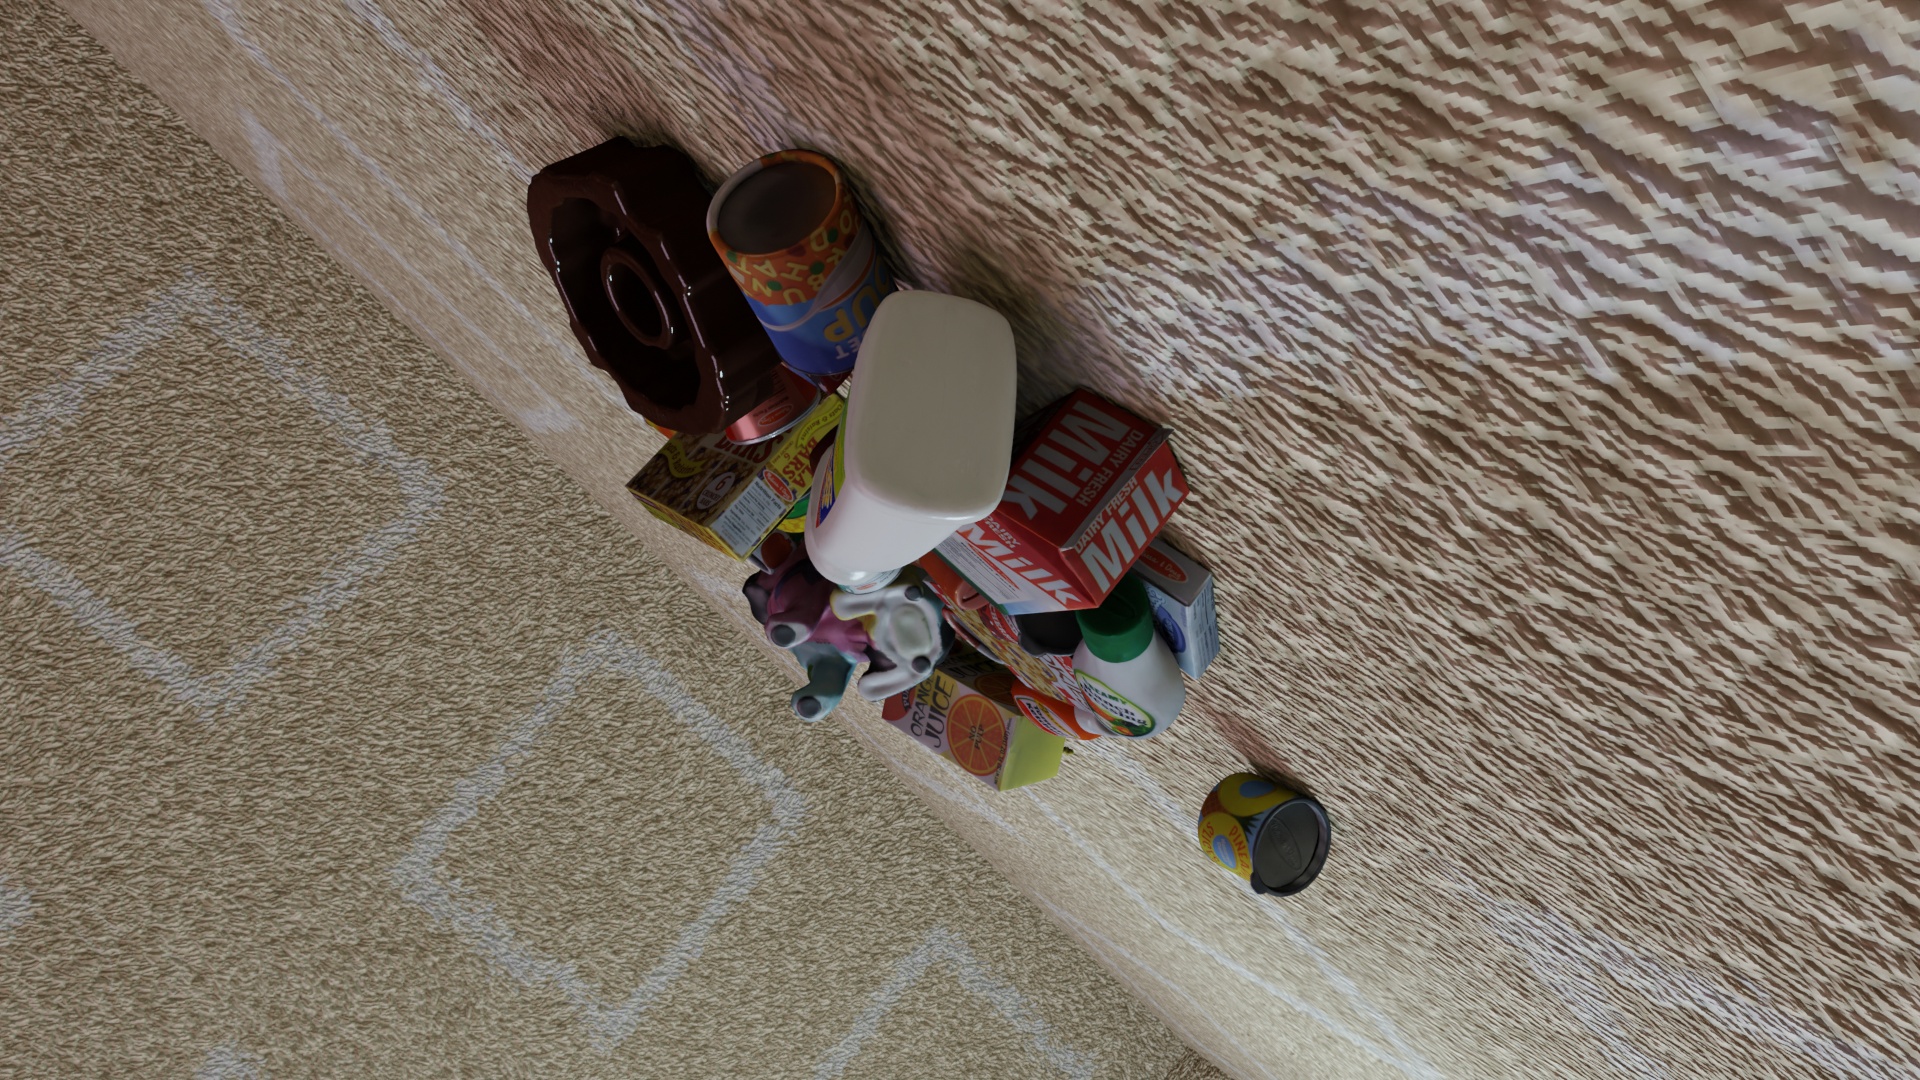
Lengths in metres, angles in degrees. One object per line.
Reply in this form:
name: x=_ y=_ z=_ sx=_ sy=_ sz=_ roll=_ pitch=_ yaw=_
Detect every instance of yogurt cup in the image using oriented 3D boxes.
yogurt cup: x=-0.131 y=-0.101 z=0.893 sx=0.072 sy=0.072 sz=0.053 roll=21 pitch=143 yaw=55

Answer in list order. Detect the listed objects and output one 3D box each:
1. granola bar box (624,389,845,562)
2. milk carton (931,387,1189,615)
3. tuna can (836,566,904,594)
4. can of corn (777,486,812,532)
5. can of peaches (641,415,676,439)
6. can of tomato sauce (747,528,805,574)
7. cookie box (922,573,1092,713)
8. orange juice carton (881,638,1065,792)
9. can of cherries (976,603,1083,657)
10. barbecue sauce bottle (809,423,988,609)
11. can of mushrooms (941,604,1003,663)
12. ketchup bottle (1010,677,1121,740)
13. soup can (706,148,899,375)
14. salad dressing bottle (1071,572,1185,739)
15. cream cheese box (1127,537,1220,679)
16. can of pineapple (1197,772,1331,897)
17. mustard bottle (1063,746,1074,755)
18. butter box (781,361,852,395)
granola bar box: x=-0.153 y=-0.056 z=0.967 sx=0.039 sy=0.124 sz=0.165 roll=49 pitch=165 yaw=-30
milk carton: x=0.044 y=-0.015 z=0.665 sx=0.073 sy=0.072 sz=0.190 roll=42 pitch=167 yaw=-8
tuna can: x=-0.077 y=0.005 z=1.083 sx=0.071 sy=0.071 sz=0.032 roll=29 pitch=161 yaw=40
can of corn: x=-0.132 y=-0.046 z=1.063 sx=0.071 sy=0.071 sz=0.058 roll=36 pitch=166 yaw=19
can of peaches: x=-0.208 y=-0.105 z=1.094 sx=0.058 sy=0.071 sz=0.071 roll=35 pitch=165 yaw=24
can of tomato sauce: x=-0.154 y=-0.021 z=1.171 sx=0.071 sy=0.083 sz=0.071 roll=39 pitch=166 yaw=12
cookie box: x=0.058 y=0.065 z=0.948 sx=0.122 sy=0.040 sz=0.167 roll=47 pitch=166 yaw=-22
orange juice carton: x=-0.002 y=0.139 z=1.206 sx=0.073 sy=0.071 sz=0.193 roll=-5 pitch=-157 yaw=-46
can of cherries: x=0.046 y=0.033 z=0.810 sx=0.071 sy=0.071 sz=0.058 roll=46 pitch=166 yaw=-18
barbecue sauce bottle: x=-0.028 y=-0.018 z=0.812 sx=0.149 sy=0.065 sz=0.043 roll=47 pitch=168 yaw=38
can of mushrooms: x=0.018 y=0.060 z=1.061 sx=0.071 sy=0.033 sz=0.071 roll=39 pitch=167 yaw=11
ketchup bottle: x=0.089 y=0.124 z=1.046 sx=0.064 sy=0.043 sz=0.148 roll=44 pitch=166 yaw=-10
soup can: x=-0.067 y=-0.126 z=0.635 sx=0.071 sy=0.071 sz=0.083 roll=33 pitch=164 yaw=30
salad dressing bottle: x=0.086 y=0.061 z=0.737 sx=0.064 sy=0.044 sz=0.147 roll=31 pitch=163 yaw=24
cream cheese box: x=0.109 y=0.034 z=0.741 sx=0.053 sy=0.024 sz=0.103 roll=35 pitch=165 yaw=26
can of pineapple: x=0.196 y=0.191 z=0.905 sx=0.071 sy=0.071 sz=0.058 roll=48 pitch=165 yaw=-27
mustard bottle: x=0.039 y=0.155 z=1.269 sx=0.160 sy=0.049 sz=0.065 roll=32 pitch=167 yaw=34
butter box: x=-0.114 y=-0.132 z=0.834 sx=0.104 sy=0.024 sz=0.053 roll=34 pitch=165 yaw=25
